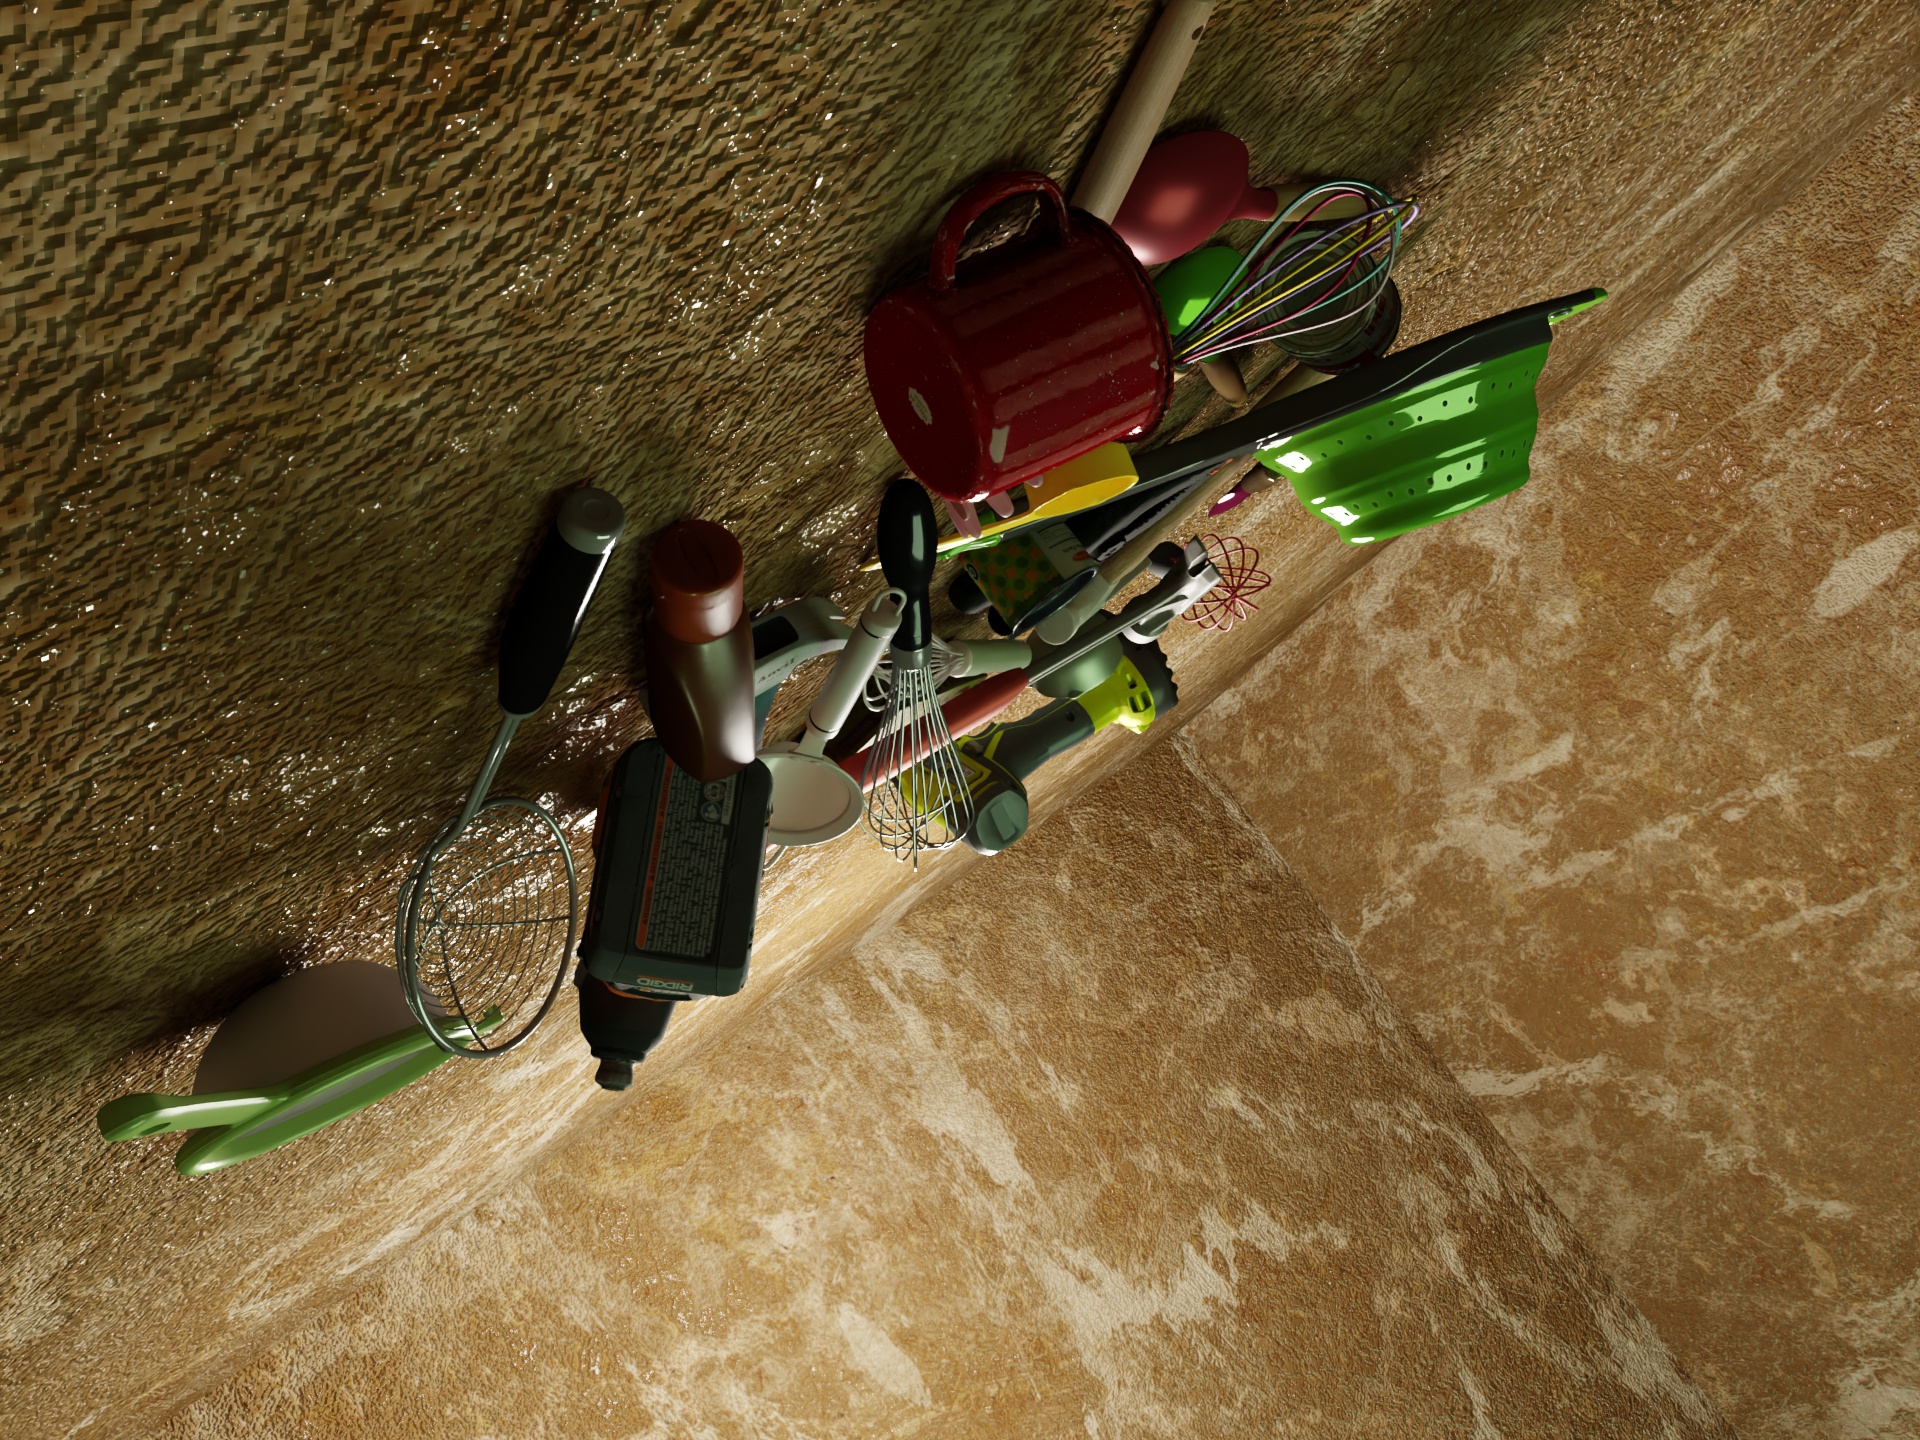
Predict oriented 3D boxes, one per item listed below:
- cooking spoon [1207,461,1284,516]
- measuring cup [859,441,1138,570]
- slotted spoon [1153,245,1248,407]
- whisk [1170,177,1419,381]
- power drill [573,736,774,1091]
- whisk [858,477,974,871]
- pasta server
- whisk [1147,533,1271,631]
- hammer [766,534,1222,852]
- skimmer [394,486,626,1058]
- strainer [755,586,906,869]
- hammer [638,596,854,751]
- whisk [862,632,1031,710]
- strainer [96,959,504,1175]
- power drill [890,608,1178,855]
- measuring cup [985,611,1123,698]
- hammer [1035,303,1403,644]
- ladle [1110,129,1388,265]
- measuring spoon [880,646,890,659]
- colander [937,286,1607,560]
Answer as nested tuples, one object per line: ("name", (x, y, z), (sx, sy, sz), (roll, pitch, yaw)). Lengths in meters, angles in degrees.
("cooking spoon", (0.213, -0.173, 1.154), (0.069, 0.017, 0.319), (-45, 180, 8))
("measuring cup", (0.015, -0.112, 0.823), (0.156, 0.029, 0.062), (-17, 176, 18))
("slotted spoon", (0.146, -0.208, 0.905), (0.070, 0.031, 0.313), (-41, 172, 13))
("whisk", (0.112, -0.179, 0.739), (0.245, 0.051, 0.047), (-25, -133, 52))
("power drill", (-0.161, 0.107, 0.836), (0.084, 0.164, 0.226), (11, 162, -15))
("whisk", (-0.025, -0.017, 0.859), (0.070, 0.070, 0.284), (-33, 146, -27))
("pasta server", (0.043, -0.170, 0.649), (0.060, 0.040, 0.316), (-38, 171, -26))
("whisk", (0.180, -0.117, 1.242), (0.073, 0.073, 0.296), (-38, -170, 4))
("hammer", (-0.002, -0.003, 0.995), (0.359, 0.037, 0.149), (-30, 174, -12))
("skimmer", (-0.174, 0.034, 0.680), (0.363, 0.090, 0.127), (-50, -168, 49))
("strainer", (-0.074, 0.003, 0.858), (0.258, 0.086, 0.050), (124, -25, -52))
("hammer", (-0.132, 0.015, 0.938), (0.128, 0.033, 0.331), (-33, 171, -21))
("whisk", (-0.006, -0.040, 1.049), (0.246, 0.058, 0.059), (-8, 116, -65))
("strainer", (-0.332, 0.156, 0.750), (0.151, 0.069, 0.256), (-28, 170, -1))
("power drill", (0.050, 0.002, 1.292), (0.223, 0.080, 0.171), (-36, -145, -17))
("measuring cup", (0.044, -0.045, 1.259), (0.167, 0.038, 0.083), (-14, -144, 19))
("hammer", (0.185, -0.182, 1.140), (0.331, 0.031, 0.130), (-44, 178, 26))
("ladle", (0.149, -0.242, 0.742), (0.069, 0.031, 0.315), (-42, 172, 35))
("measuring spoon", (-0.071, -0.011, 1.002), (0.117, 0.011, 0.021), (-53, -178, -32))
("colander", (0.184, -0.132, 0.912), (0.397, 0.094, 0.204), (-20, -176, -3))
